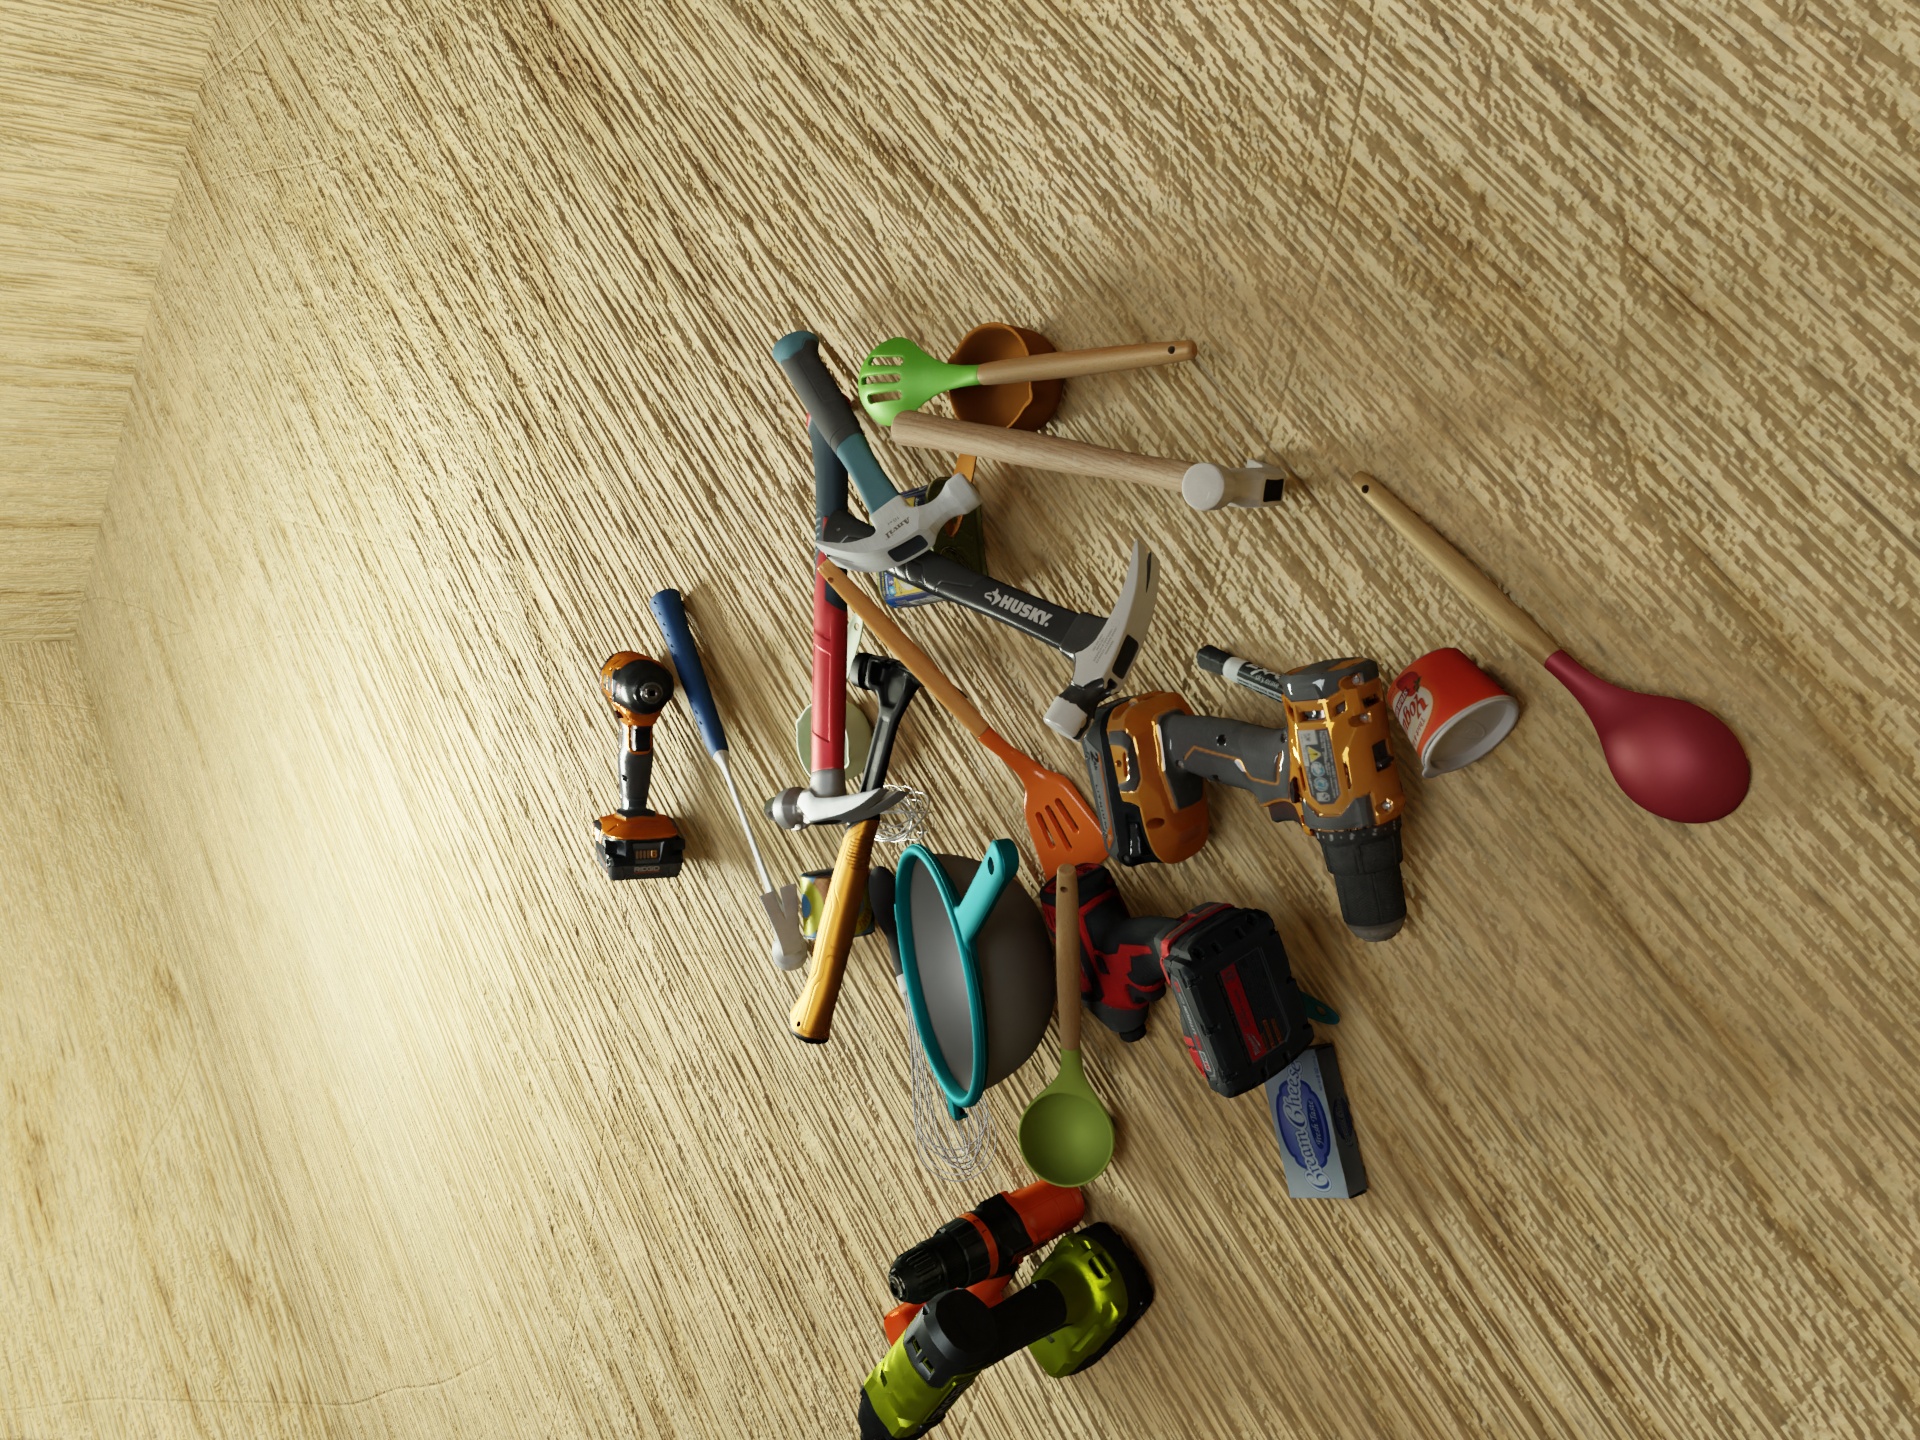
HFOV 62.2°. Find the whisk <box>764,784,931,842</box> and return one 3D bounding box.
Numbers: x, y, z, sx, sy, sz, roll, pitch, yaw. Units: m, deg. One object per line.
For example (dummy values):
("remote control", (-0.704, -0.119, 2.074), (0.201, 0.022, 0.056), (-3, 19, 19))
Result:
("whisk", (-0.109, 0.084, 1.455), (0.246, 0.059, 0.057), (-2, 135, 51))

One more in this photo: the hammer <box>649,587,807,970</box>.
("hammer", (-0.230, 0.041, 1.557), (0.144, 0.035, 0.406), (96, 153, -63))

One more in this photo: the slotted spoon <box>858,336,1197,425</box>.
("slotted spoon", (0.037, -0.265, 1.198), (0.314, 0.031, 0.070), (3, 94, 37))

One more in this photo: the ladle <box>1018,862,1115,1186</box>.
("ladle", (0.078, 0.232, 1.180), (0.078, 0.062, 0.319), (9, 131, 16))

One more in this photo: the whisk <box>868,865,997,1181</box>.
("whisk", (-0.035, 0.260, 1.389), (0.070, 0.070, 0.285), (-37, 63, 43))

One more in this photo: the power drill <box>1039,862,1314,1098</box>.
("power drill", (0.145, 0.185, 1.140), (0.220, 0.078, 0.143), (8, 122, 63))

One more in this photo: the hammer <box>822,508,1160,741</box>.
("hammer", (0.008, -0.107, 1.219), (0.335, 0.035, 0.146), (28, 85, 41))

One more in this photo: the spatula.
("spatula", (-0.002, -0.004, 1.266), (0.322, 0.041, 0.081), (46, 132, -5))

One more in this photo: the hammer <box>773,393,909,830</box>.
("hammer", (-0.102, -0.104, 1.369), (0.143, 0.038, 0.386), (-14, 71, 45))

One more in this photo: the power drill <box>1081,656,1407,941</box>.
("power drill", (0.200, 0.058, 1.088), (0.226, 0.084, 0.185), (-6, 100, 47))

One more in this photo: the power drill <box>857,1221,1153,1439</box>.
("power drill", (0.028, 0.478, 1.219), (0.080, 0.223, 0.171), (52, 128, 30))

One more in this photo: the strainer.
("strainer", (0.033, 0.164, 1.219), (0.340, 0.095, 0.211), (111, 146, -58))

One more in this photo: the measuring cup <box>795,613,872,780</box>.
("measuring cup", (-0.101, -0.021, 1.440), (0.083, 0.038, 0.167), (35, 117, 39))

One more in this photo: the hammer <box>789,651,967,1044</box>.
("hammer", (-0.084, 0.115, 1.353), (0.127, 0.034, 0.337), (18, 95, 49))

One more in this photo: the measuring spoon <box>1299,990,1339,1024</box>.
("measuring spoon", (0.218, 0.182, 1.139), (0.129, 0.021, 0.042), (24, 135, 34))

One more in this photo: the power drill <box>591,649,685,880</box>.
("power drill", (-0.329, 0.045, 1.631), (0.164, 0.084, 0.226), (-164, 74, -69))

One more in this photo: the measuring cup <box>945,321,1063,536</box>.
("measuring cup", (0.028, -0.228, 1.266), (0.095, 0.052, 0.173), (33, 117, 36))

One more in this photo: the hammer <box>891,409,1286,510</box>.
("hammer", (0.082, -0.189, 1.141), (0.331, 0.130, 0.031), (18, 107, 38))

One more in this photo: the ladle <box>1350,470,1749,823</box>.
("ladle", (0.344, -0.056, 0.970), (0.316, 0.031, 0.069), (52, 128, 32))

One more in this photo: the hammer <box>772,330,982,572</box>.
("hammer", (-0.094, -0.237, 1.329), (0.128, 0.033, 0.331), (-36, 46, 8))
